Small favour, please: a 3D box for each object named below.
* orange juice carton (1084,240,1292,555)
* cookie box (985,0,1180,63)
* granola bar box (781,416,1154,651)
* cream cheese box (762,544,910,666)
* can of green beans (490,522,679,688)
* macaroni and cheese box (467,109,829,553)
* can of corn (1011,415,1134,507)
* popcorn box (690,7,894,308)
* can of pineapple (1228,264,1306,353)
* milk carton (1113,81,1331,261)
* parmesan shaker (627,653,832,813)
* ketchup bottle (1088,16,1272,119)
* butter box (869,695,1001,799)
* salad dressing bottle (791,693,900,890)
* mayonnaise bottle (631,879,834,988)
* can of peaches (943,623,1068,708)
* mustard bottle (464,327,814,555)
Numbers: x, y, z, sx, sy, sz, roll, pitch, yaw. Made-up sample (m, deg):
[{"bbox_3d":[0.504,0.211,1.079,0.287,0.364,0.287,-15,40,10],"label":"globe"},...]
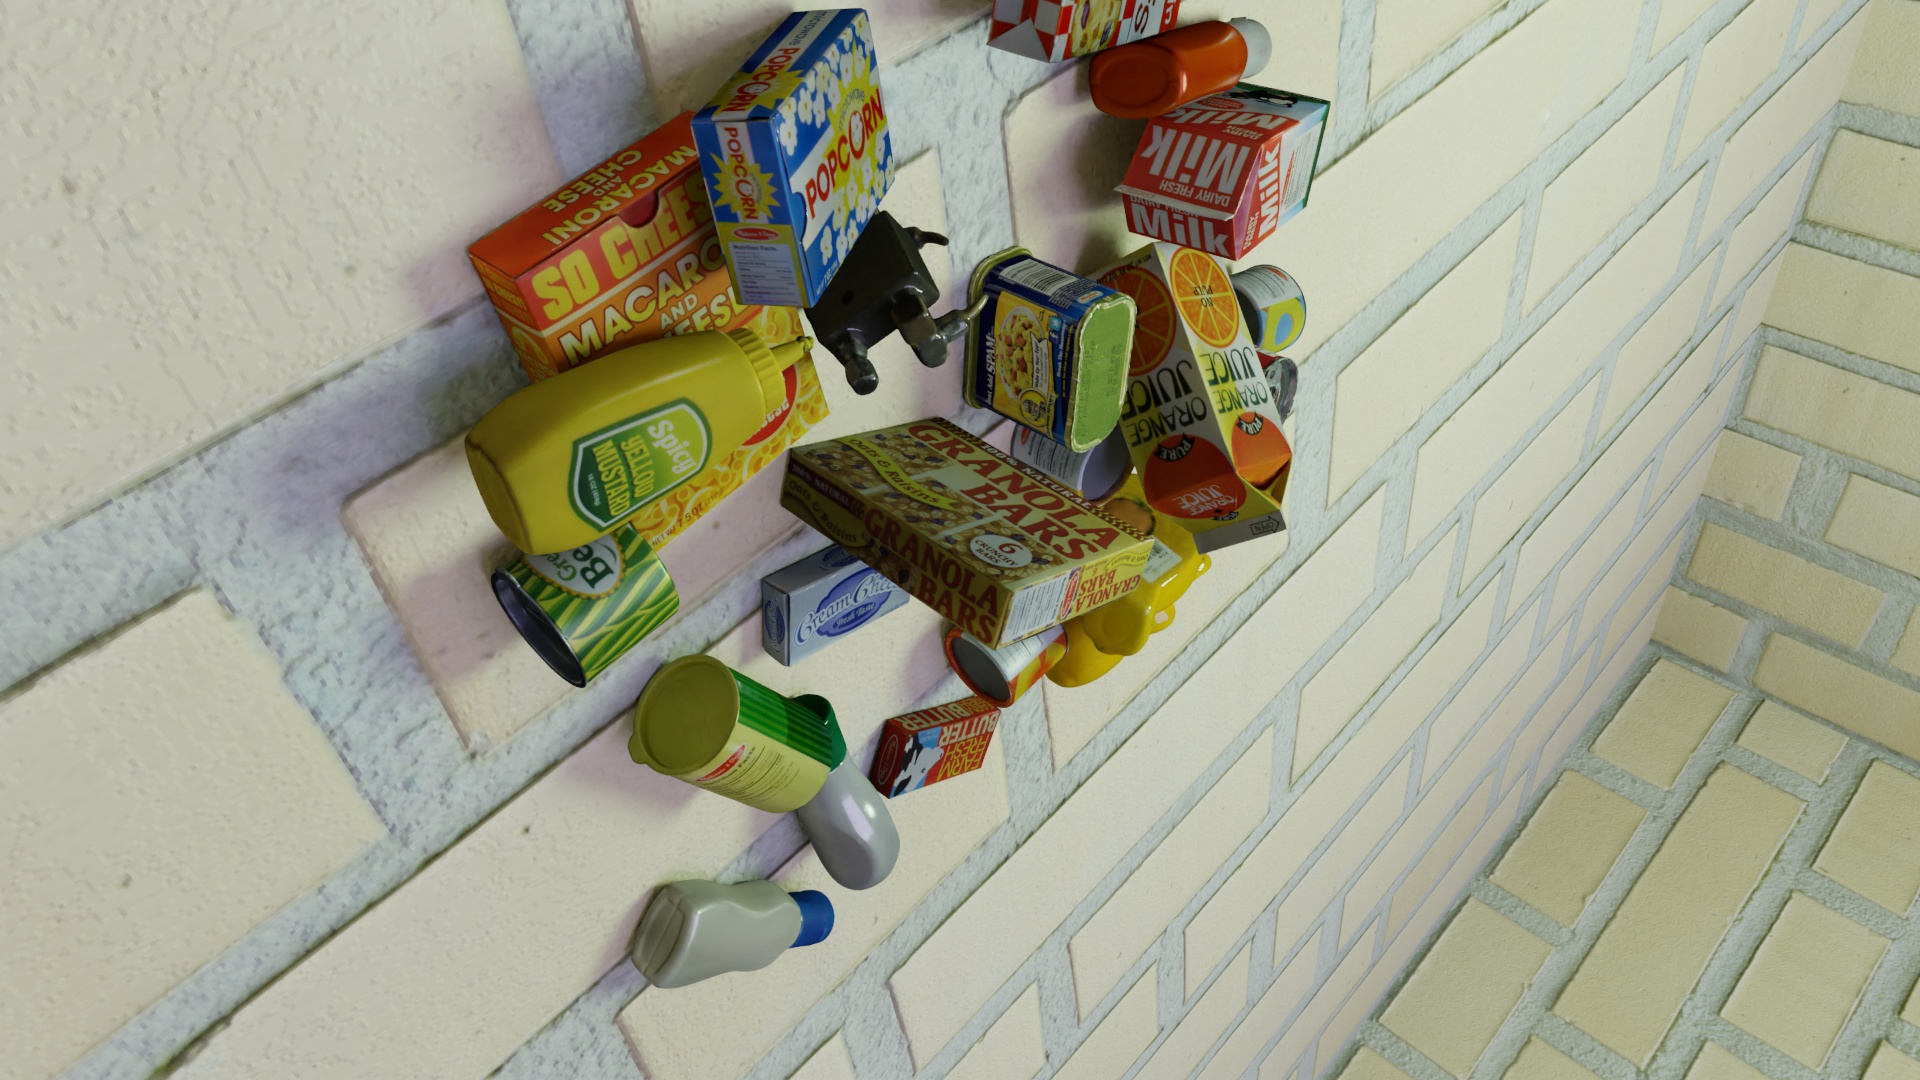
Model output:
[{"bbox_3d":[0.147,-0.089,0.883,0.073,0.071,0.192,-16,86,-47],"label":"orange juice carton"},{"bbox_3d":[0.076,-0.318,0.705,0.168,0.040,0.122,-39,146,-52],"label":"cookie box"},{"bbox_3d":[0.003,-0.010,0.763,0.125,0.166,0.039,-18,131,-46],"label":"granola bar box"},{"bbox_3d":[-0.071,0.030,0.823,0.104,0.024,0.053,-27,134,-40],"label":"cream cheese box"},{"bbox_3d":[-0.173,0.025,0.645,0.058,0.071,0.071,-41,142,-27],"label":"can of green beans"},{"bbox_3d":[-0.133,-0.091,0.635,0.124,0.040,0.165,-43,143,-25],"label":"macaroni and cheese box"},{"bbox_3d":[0.078,-0.062,0.920,0.071,0.058,0.070,-32,138,-35],"label":"can of corn"},{"bbox_3d":[-0.069,-0.170,0.609,0.127,0.038,0.084,-69,157,-47],"label":"popcorn box"},{"bbox_3d":[0.207,-0.161,1.009,0.058,0.071,0.070,-24,132,-41],"label":"can of pineapple"},{"bbox_3d":[0.161,-0.227,0.854,0.191,0.072,0.073,-42,146,-52],"label":"milk carton"},{"bbox_3d":[-0.127,0.111,0.776,0.071,0.071,0.103,-56,147,-6],"label":"parmesan shaker"},{"bbox_3d":[0.139,-0.286,0.832,0.149,0.065,0.043,-34,124,-46],"label":"ketchup bottle"},{"bbox_3d":[-0.017,0.145,0.981,0.104,0.024,0.053,-8,121,-50],"label":"butter box"},{"bbox_3d":[-0.080,0.160,0.881,0.044,0.064,0.147,-49,139,-35],"label":"salad dressing bottle"},{"bbox_3d":[-0.138,0.245,0.883,0.148,0.041,0.064,16,103,-57],"label":"mayonnaise bottle"},{"bbox_3d":[0.031,0.073,0.953,0.058,0.071,0.071,-40,142,-27],"label":"can of peaches"},{"bbox_3d":[-0.125,-0.054,0.588,0.161,0.049,0.065,-32,140,-26],"label":"mustard bottle"}]
